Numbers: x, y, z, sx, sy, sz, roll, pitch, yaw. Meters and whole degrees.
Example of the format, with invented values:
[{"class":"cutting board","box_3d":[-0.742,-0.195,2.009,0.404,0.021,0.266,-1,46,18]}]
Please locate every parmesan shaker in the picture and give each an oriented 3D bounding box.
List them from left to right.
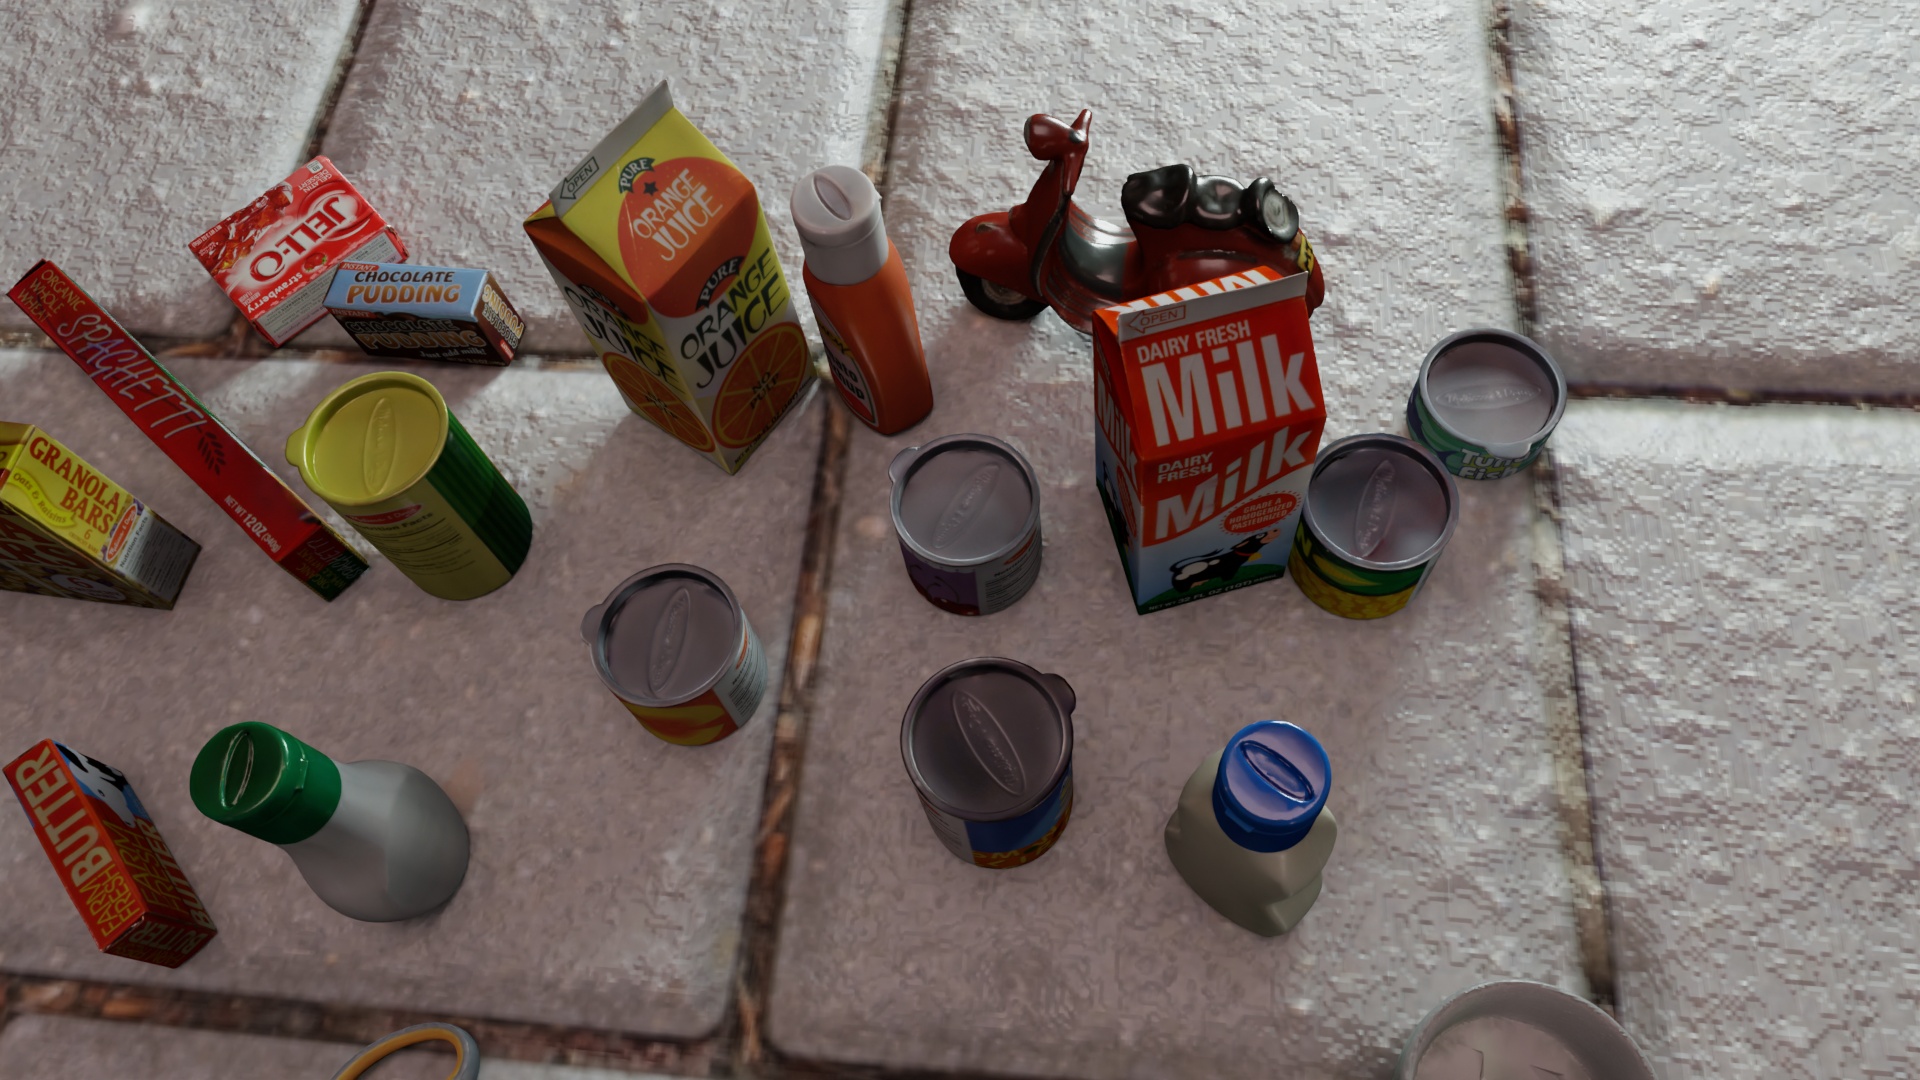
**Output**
[{"class":"parmesan shaker","box_3d":[-0.249,-0.022,0.637,0.071,0.102,0.071,-2,64,4]}]

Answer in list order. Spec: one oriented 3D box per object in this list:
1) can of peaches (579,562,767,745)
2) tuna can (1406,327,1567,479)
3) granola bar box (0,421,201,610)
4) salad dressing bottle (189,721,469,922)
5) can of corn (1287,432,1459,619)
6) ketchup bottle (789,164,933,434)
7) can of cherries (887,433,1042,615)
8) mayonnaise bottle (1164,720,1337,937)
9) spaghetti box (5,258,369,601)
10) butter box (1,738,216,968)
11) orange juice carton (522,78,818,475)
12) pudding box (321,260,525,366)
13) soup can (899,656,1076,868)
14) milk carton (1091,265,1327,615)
[{"class":"can of peaches","box_3d":[-0.125,0.051,0.615,0.071,0.057,0.071,-2,64,4]},{"class":"tuna can","box_3d":[0.246,-0.061,0.650,0.071,0.032,0.071,-2,64,4]},{"class":"granola bar box","box_3d":[-0.468,-0.015,0.643,0.165,0.123,0.039,6,65,8]},{"class":"salad dressing bottle","box_3d":[-0.244,0.110,0.547,0.044,0.147,0.064,-2,64,4]},{"class":"can of corn","box_3d":[0.178,-0.006,0.615,0.071,0.058,0.071,-2,64,4]},{"class":"ketchup bottle","box_3d":[-0.046,-0.110,0.636,0.043,0.148,0.065,-32,66,-10]},{"class":"can of cherries","box_3d":[0.002,-0.008,0.632,0.071,0.058,0.072,-2,64,4]},{"class":"mayonnaise bottle","box_3d":[0.109,0.107,0.516,0.065,0.147,0.041,38,73,21]},{"class":"spaghetti box","box_3d":[-0.391,-0.059,0.698,0.250,0.050,0.029,37,73,20]},{"class":"butter box","box_3d":[-0.366,0.135,0.599,0.024,0.053,0.104,-39,67,-13]},{"class":"orange juice carton","box_3d":[-0.128,-0.116,0.623,0.073,0.192,0.072,32,71,19]},{"class":"pudding box","box_3d":[-0.276,-0.117,0.717,0.084,0.049,0.030,6,65,8]},{"class":"soup can","box_3d":[0.016,0.092,0.568,0.071,0.083,0.071,-2,64,4]},{"class":"milk carton","box_3d":[0.097,-0.045,0.568,0.072,0.189,0.074,-14,64,-1]}]
